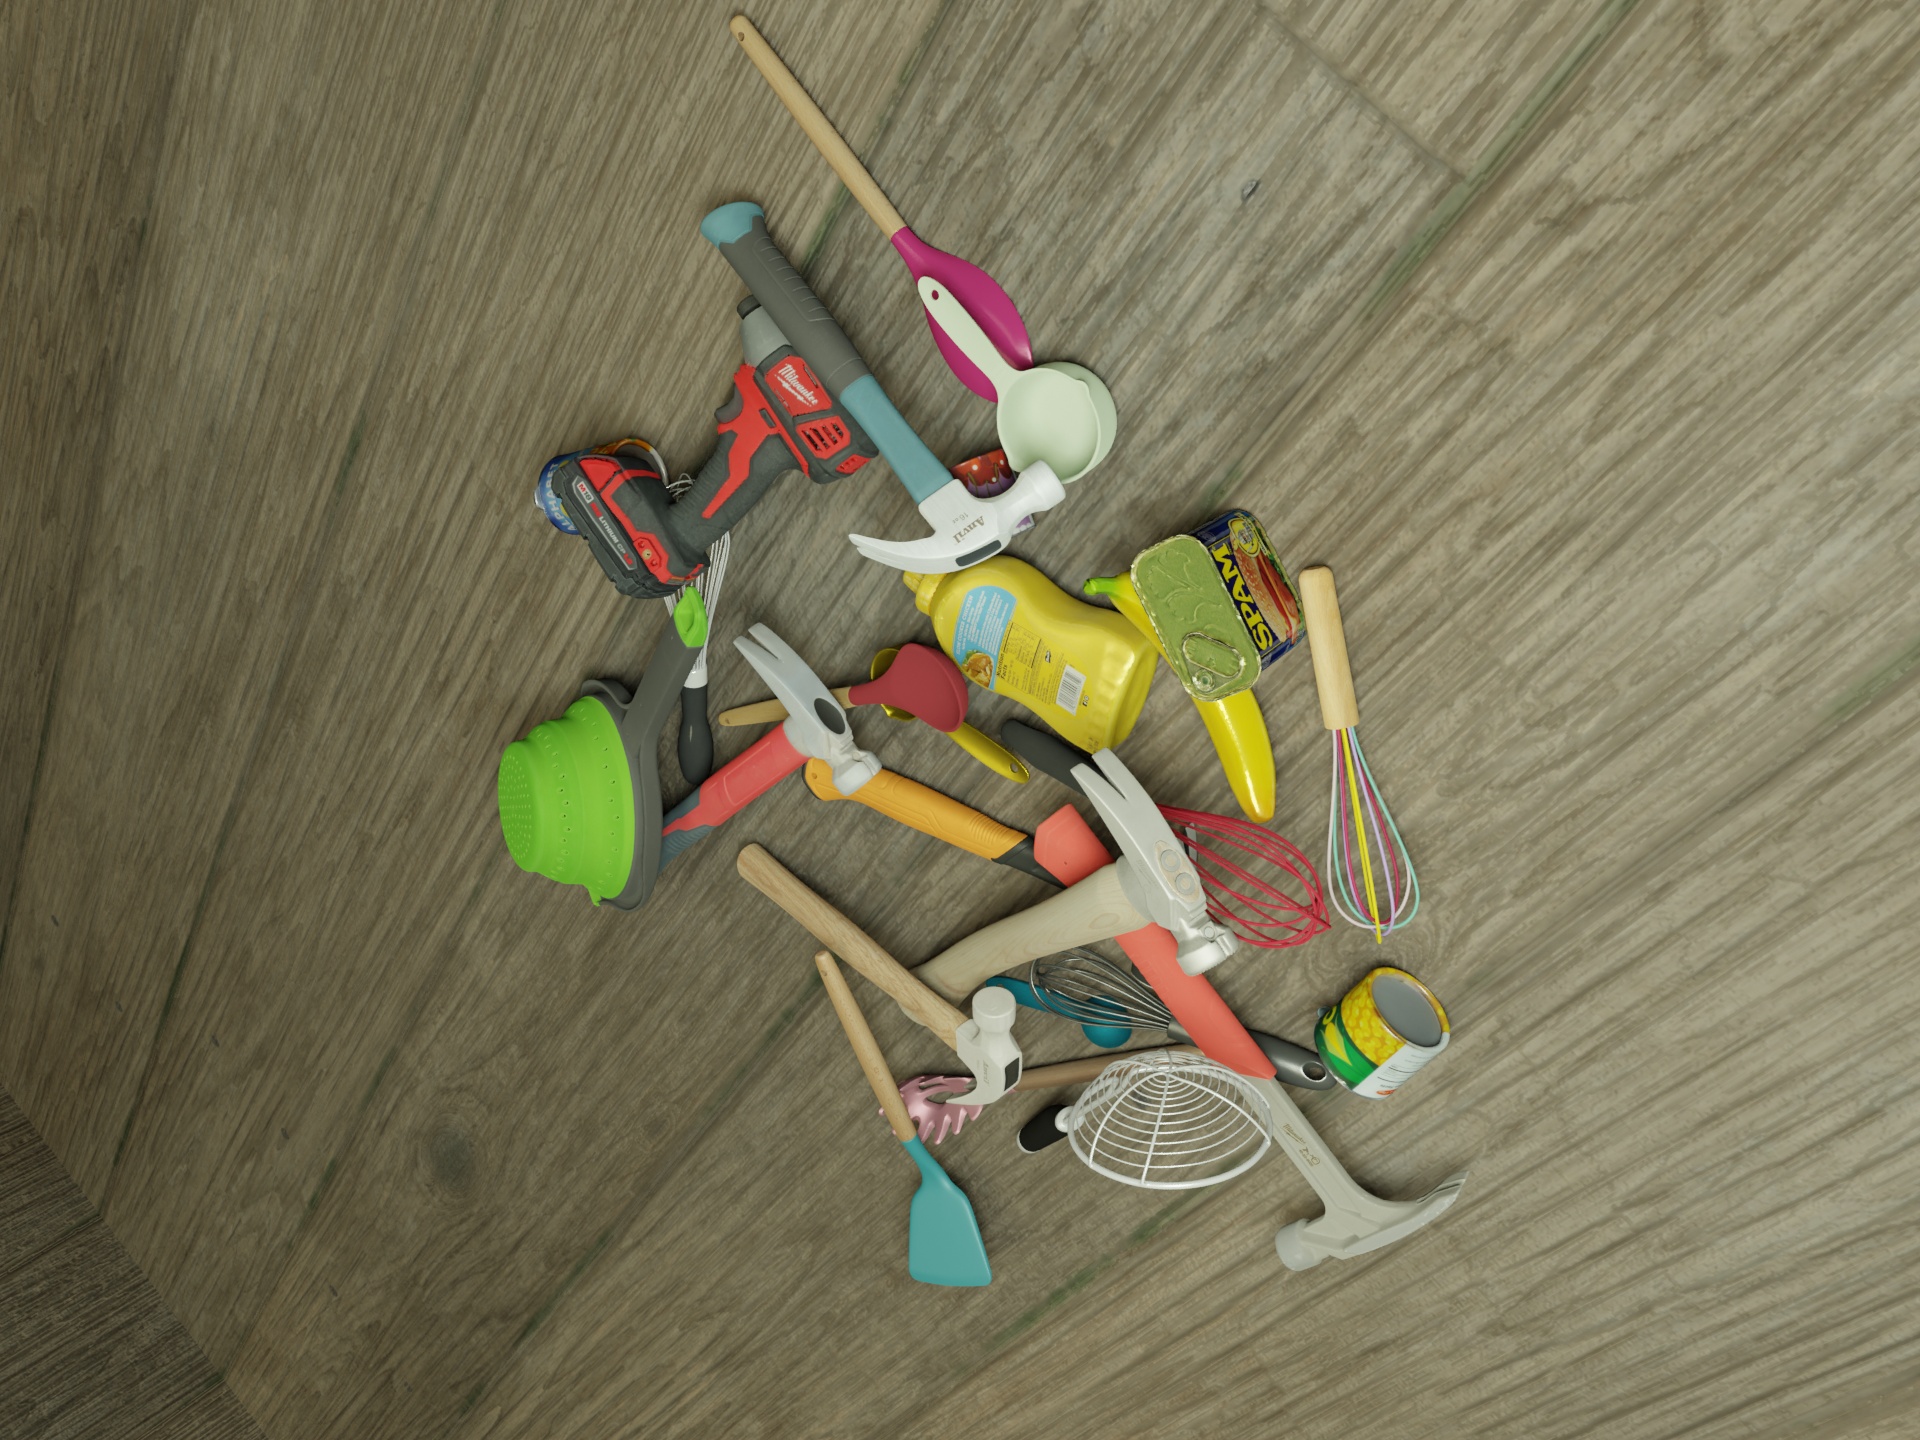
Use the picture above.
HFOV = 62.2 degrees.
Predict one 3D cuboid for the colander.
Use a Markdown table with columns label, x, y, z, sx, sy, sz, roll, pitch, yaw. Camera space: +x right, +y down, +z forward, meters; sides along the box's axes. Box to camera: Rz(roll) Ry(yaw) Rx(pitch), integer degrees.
| label | x | y | z | sx | sy | sz | roll | pitch | yaw |
| --- | --- | --- | --- | --- | --- | --- | --- | --- | --- |
| colander | -0.301 | 0.023 | 1.295 | 0.397 | 0.094 | 0.205 | -54 | 51 | 47 |

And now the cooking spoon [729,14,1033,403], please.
| label | x | y | z | sx | sy | sz | roll | pitch | yaw |
| --- | --- | --- | --- | --- | --- | --- | --- | --- | --- |
| cooking spoon | -0.057 | -0.346 | 1.066 | 0.319 | 0.017 | 0.068 | 53 | 130 | 4 |

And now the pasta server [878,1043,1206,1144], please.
| label | x | y | z | sx | sy | sz | roll | pitch | yaw |
| --- | --- | --- | --- | --- | --- | --- | --- | --- | --- |
| pasta server | 0.061 | 0.285 | 1.246 | 0.316 | 0.040 | 0.060 | -20 | 109 | 39 |

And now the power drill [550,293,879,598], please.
| label | x | y | z | sx | sy | sz | roll | pitch | yaw |
| --- | --- | --- | --- | --- | --- | --- | --- | --- | --- |
| power drill | -0.177 | -0.196 | 1.145 | 0.219 | 0.078 | 0.143 | -33 | 88 | 15 |

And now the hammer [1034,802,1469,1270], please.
| label | x | y | z | sx | sy | sz | roll | pitch | yaw |
| --- | --- | --- | --- | --- | --- | --- | --- | --- | --- |
| hammer | 0.177 | 0.203 | 1.078 | 0.149 | 0.037 | 0.359 | -41 | 84 | 36 |

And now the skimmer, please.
| label | x | y | z | sx | sy | sz | roll | pitch | yaw |
| --- | --- | --- | --- | --- | --- | --- | --- | --- | --- |
| skimmer | 0.102 | 0.298 | 1.112 | 0.363 | 0.127 | 0.090 | 120 | 134 | -64 |

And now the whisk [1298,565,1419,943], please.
| label | x | y | z | sx | sy | sz | roll | pitch | yaw |
| --- | --- | --- | --- | --- | --- | --- | --- | --- | --- |
| whisk | 0.244 | 0.024 | 0.993 | 0.051 | 0.047 | 0.245 | -4 | 104 | 39 |

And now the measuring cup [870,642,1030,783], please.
| label | x | y | z | sx | sy | sz | roll | pitch | yaw |
| --- | --- | --- | --- | --- | --- | --- | --- | --- | --- |
| measuring cup | -0.002 | -0.004 | 1.160 | 0.157 | 0.029 | 0.062 | 36 | 131 | 25 |

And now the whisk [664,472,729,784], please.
| label | x | y | z | sx | sy | sz | roll | pitch | yaw |
| --- | --- | --- | --- | --- | --- | --- | --- | --- | --- |
| whisk | -0.217 | -0.067 | 1.287 | 0.070 | 0.070 | 0.284 | 23 | 127 | 26 |

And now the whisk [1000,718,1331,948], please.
| label | x | y | z | sx | sy | sz | roll | pitch | yaw |
| --- | --- | --- | --- | --- | --- | --- | --- | --- | --- |
| whisk | 0.127 | 0.066 | 1.056 | 0.296 | 0.073 | 0.073 | 33 | 127 | 41 |

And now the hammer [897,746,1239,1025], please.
| label | x | y | z | sx | sy | sz | roll | pitch | yaw |
| --- | --- | --- | --- | --- | --- | --- | --- | --- | --- |
| hammer | 0.038 | 0.146 | 1.125 | 0.146 | 0.038 | 0.410 | 58 | 148 | 4 |

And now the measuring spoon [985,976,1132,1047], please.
| label | x | y | z | sx | sy | sz | roll | pitch | yaw |
| --- | --- | --- | --- | --- | --- | --- | --- | --- | --- |
| measuring spoon | 0.070 | 0.222 | 1.220 | 0.129 | 0.021 | 0.042 | 12 | 116 | 31 |

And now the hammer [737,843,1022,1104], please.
| label | x | y | z | sx | sy | sz | roll | pitch | yaw |
| --- | --- | --- | --- | --- | --- | --- | --- | --- | --- |
| hammer | -0.072 | 0.189 | 1.253 | 0.332 | 0.031 | 0.130 | 32 | 138 | 39 |

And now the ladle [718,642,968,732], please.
| label | x | y | z | sx | sy | sz | roll | pitch | yaw |
| --- | --- | --- | --- | --- | --- | --- | --- | --- | --- |
| ladle | -0.095 | -0.014 | 1.207 | 0.315 | 0.031 | 0.069 | -8 | 109 | 49 |

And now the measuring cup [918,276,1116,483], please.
| label | x | y | z | sx | sy | sz | roll | pitch | yaw |
| --- | --- | --- | --- | --- | --- | --- | --- | --- | --- |
| measuring cup | 0.036 | -0.228 | 1.033 | 0.167 | 0.038 | 0.083 | 50 | 131 | 6 |

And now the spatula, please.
| label | x | y | z | sx | sy | sz | roll | pitch | yaw |
| --- | --- | --- | --- | --- | --- | --- | --- | --- | --- |
| spatula | -0.055 | 0.323 | 1.286 | 0.082 | 0.044 | 0.317 | -9 | 114 | 33 |

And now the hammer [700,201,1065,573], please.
| label | x | y | z | sx | sy | sz | roll | pitch | yaw |
| --- | --- | --- | --- | --- | --- | --- | --- | --- | --- |
| hammer | -0.074 | -0.230 | 1.056 | 0.128 | 0.033 | 0.331 | -36 | 69 | 0 |

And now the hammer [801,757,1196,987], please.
| label | x | y | z | sx | sy | sz | roll | pitch | yaw |
| --- | --- | --- | --- | --- | --- | --- | --- | --- | --- |
| hammer | 0.019 | 0.081 | 1.188 | 0.337 | 0.034 | 0.127 | 21 | 122 | 28 |

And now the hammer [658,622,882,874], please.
| label | x | y | z | sx | sy | sz | roll | pitch | yaw |
| --- | --- | --- | --- | --- | --- | --- | --- | --- | --- |
| hammer | -0.213 | 0.056 | 1.306 | 0.143 | 0.038 | 0.386 | 51 | 138 | -5 |

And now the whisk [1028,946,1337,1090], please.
| label | x | y | z | sx | sy | sz | roll | pitch | yaw |
| --- | --- | --- | --- | --- | --- | --- | --- | --- | --- |
| whisk | 0.156 | 0.215 | 1.143 | 0.239 | 0.055 | 0.055 | 17 | 119 | 24 |
